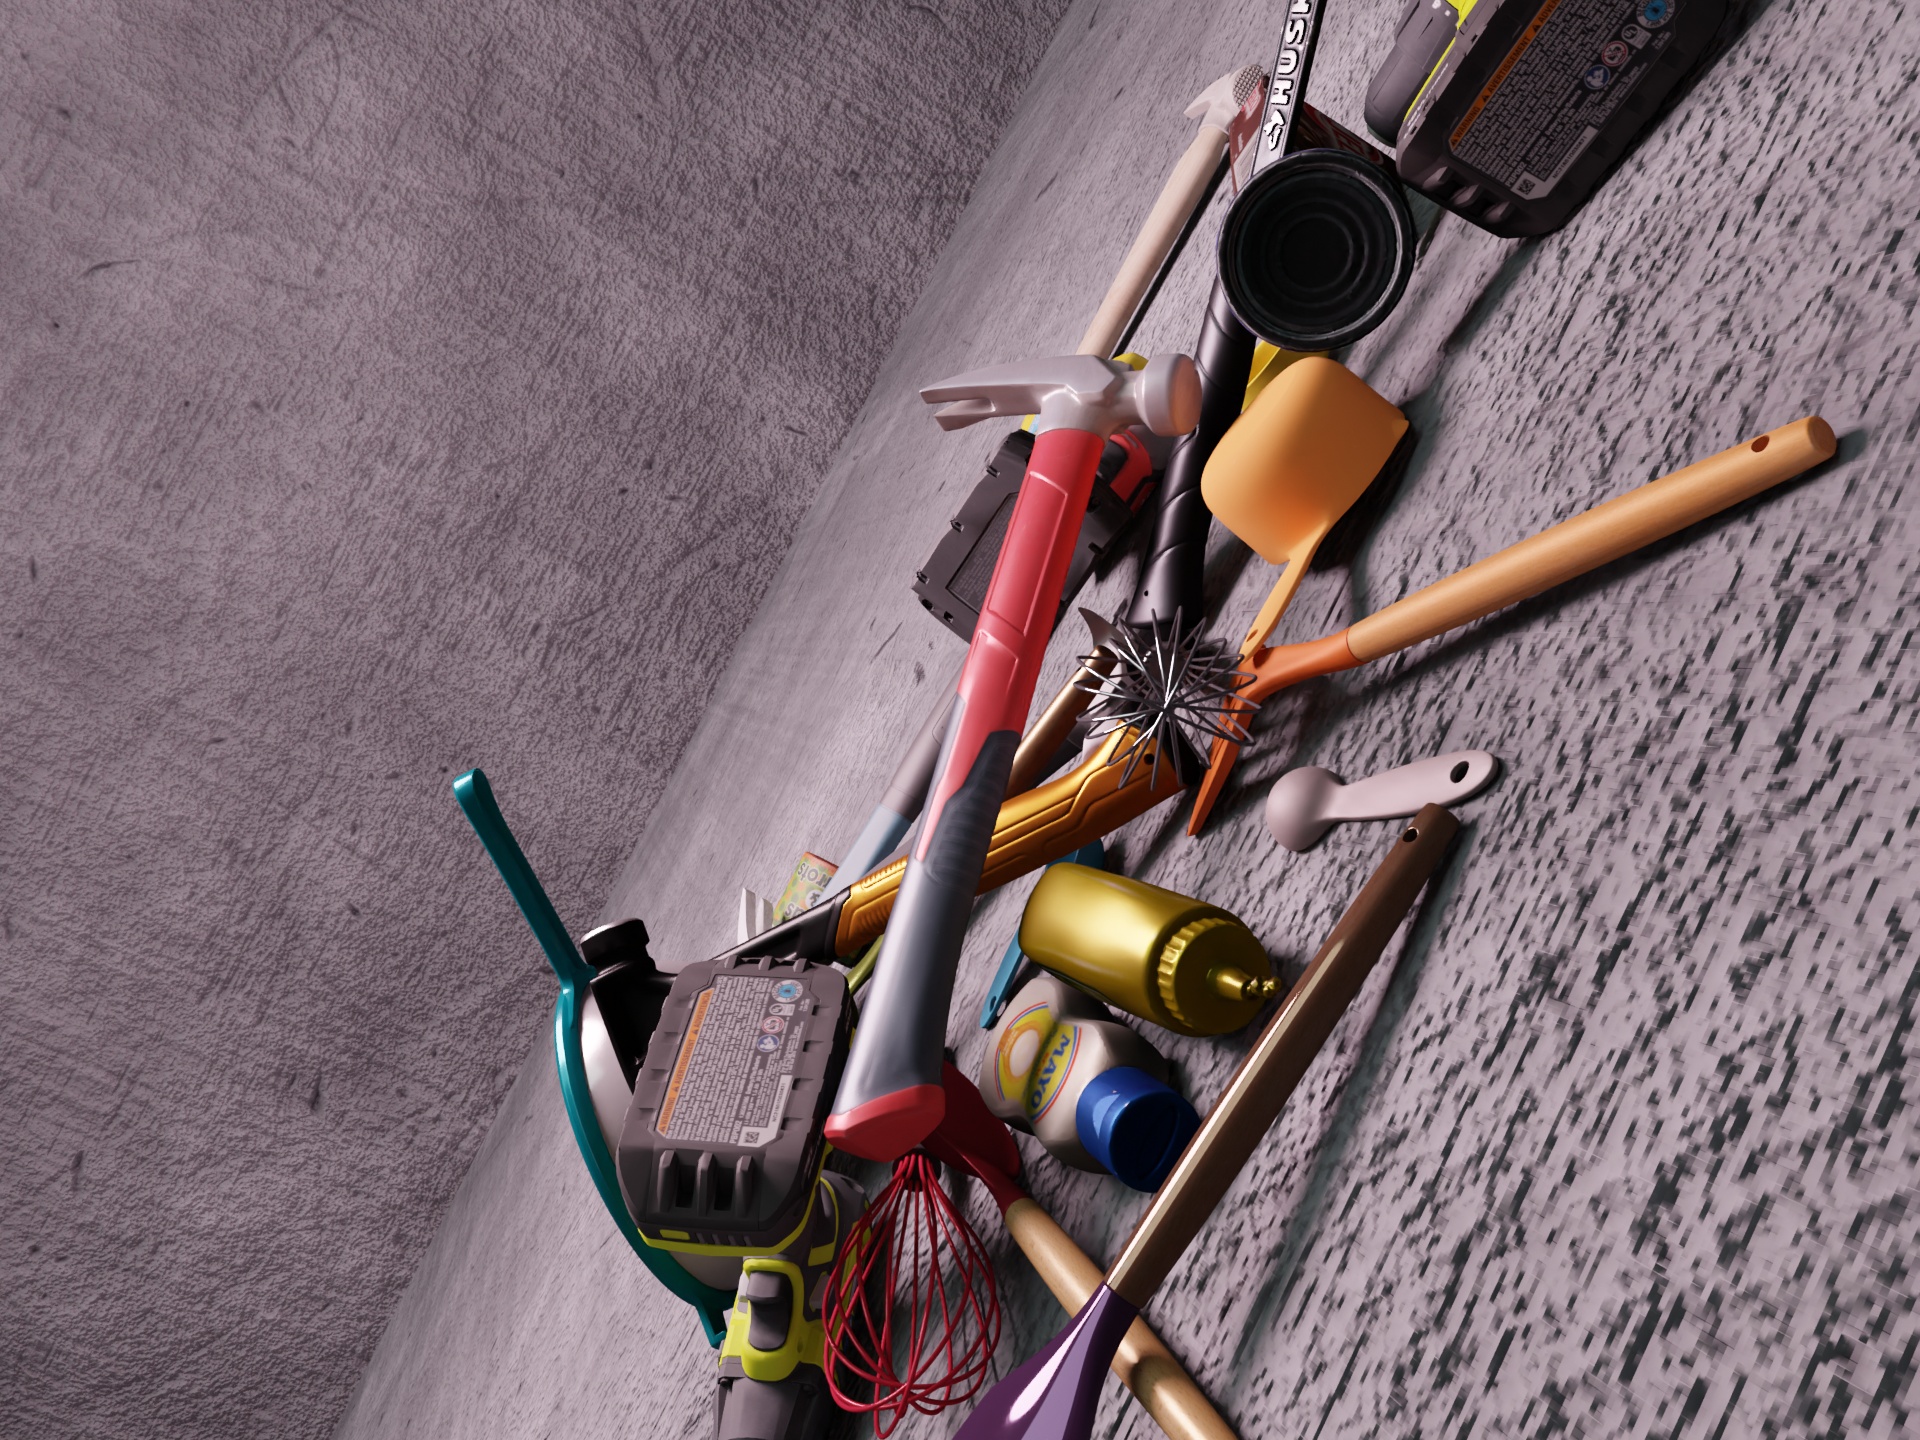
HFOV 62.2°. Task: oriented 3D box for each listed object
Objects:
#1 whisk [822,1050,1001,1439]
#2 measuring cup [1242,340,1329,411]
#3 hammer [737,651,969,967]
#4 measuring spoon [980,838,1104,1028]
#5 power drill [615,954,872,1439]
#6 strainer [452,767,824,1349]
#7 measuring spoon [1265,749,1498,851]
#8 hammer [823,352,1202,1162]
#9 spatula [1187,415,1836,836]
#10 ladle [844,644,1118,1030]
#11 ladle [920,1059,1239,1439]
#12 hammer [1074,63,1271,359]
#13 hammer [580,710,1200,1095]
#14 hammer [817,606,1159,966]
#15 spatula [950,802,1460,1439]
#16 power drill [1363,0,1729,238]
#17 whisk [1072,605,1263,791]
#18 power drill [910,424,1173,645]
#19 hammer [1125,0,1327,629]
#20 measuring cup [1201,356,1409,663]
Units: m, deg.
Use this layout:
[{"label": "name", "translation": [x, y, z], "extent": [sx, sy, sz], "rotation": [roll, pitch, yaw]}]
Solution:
[{"label": "whisk", "translation": [-0.020, 0.212, 0.716], "extent": [0.073, 0.073, 0.296], "rotation": [-59, 8, 13]}, {"label": "measuring cup", "translation": [0.190, -0.217, 0.852], "extent": [0.157, 0.029, 0.062], "rotation": [-57, 9, -31]}, {"label": "hammer", "translation": [-0.034, 0.049, 1.034], "extent": [0.128, 0.033, 0.331], "rotation": [26, 81, 37]}, {"label": "measuring spoon", "translation": [0.042, 0.105, 0.787], "extent": [0.042, 0.021, 0.128], "rotation": [-97, 28, -63]}, {"label": "power drill", "translation": [-0.085, 0.229, 0.700], "extent": [0.171, 0.080, 0.223], "rotation": [-79, -12, -53]}, {"label": "strainer", "translation": [-0.165, 0.163, 0.900], "extent": [0.095, 0.340, 0.211], "rotation": [-26, 11, 5]}, {"label": "measuring spoon", "translation": [0.143, 0.023, 0.560], "extent": [0.034, 0.018, 0.124], "rotation": [-67, 15, -18]}, {"label": "hammer", "translation": [-0.001, -0.002, 0.701], "extent": [0.143, 0.038, 0.387], "rotation": [2, 61, 30]}, {"label": "spatula", "translation": [0.168, -0.031, 0.571], "extent": [0.322, 0.041, 0.081], "rotation": [-30, 36, 58]}, {"label": "ladle", "translation": [-0.005, 0.093, 0.809], "extent": [0.320, 0.062, 0.078], "rotation": [-55, 7, 25]}, {"label": "ladle", "translation": [0.034, 0.191, 0.579], "extent": [0.031, 0.069, 0.315], "rotation": [-55, 20, -4]}, {"label": "hammer", "translation": [0.116, -0.312, 1.251], "extent": [0.410, 0.038, 0.146], "rotation": [-61, 13, 6]}, {"label": "hammer", "translation": [-0.034, 0.095, 0.765], "extent": [0.337, 0.127, 0.034], "rotation": [-29, -14, 20]}, {"label": "hammer", "translation": [-0.013, 0.067, 0.903], "extent": [0.334, 0.035, 0.146], "rotation": [-42, 22, 31]}, {"label": "spatula", "translation": [0.066, 0.158, 0.495], "extent": [0.316, 0.018, 0.060], "rotation": [-55, 30, -6]}, {"label": "power drill", "translation": [0.246, -0.311, 0.707], "extent": [0.190, 0.080, 0.229], "rotation": [-56, 12, 41]}, {"label": "whisk", "translation": [0.085, -0.020, 0.667], "extent": [0.070, 0.070, 0.284], "rotation": [-60, -3, 10]}, {"label": "power drill", "translation": [0.065, -0.127, 0.914], "extent": [0.143, 0.078, 0.220], "rotation": [-54, -4, 30]}, {"label": "hammer", "translation": [0.136, -0.235, 0.757], "extent": [0.149, 0.036, 0.408], "rotation": [35, 120, 50]}, {"label": "measuring cup", "translation": [0.131, -0.092, 0.680], "extent": [0.095, 0.052, 0.174], "rotation": [-43, 11, 48]}]
